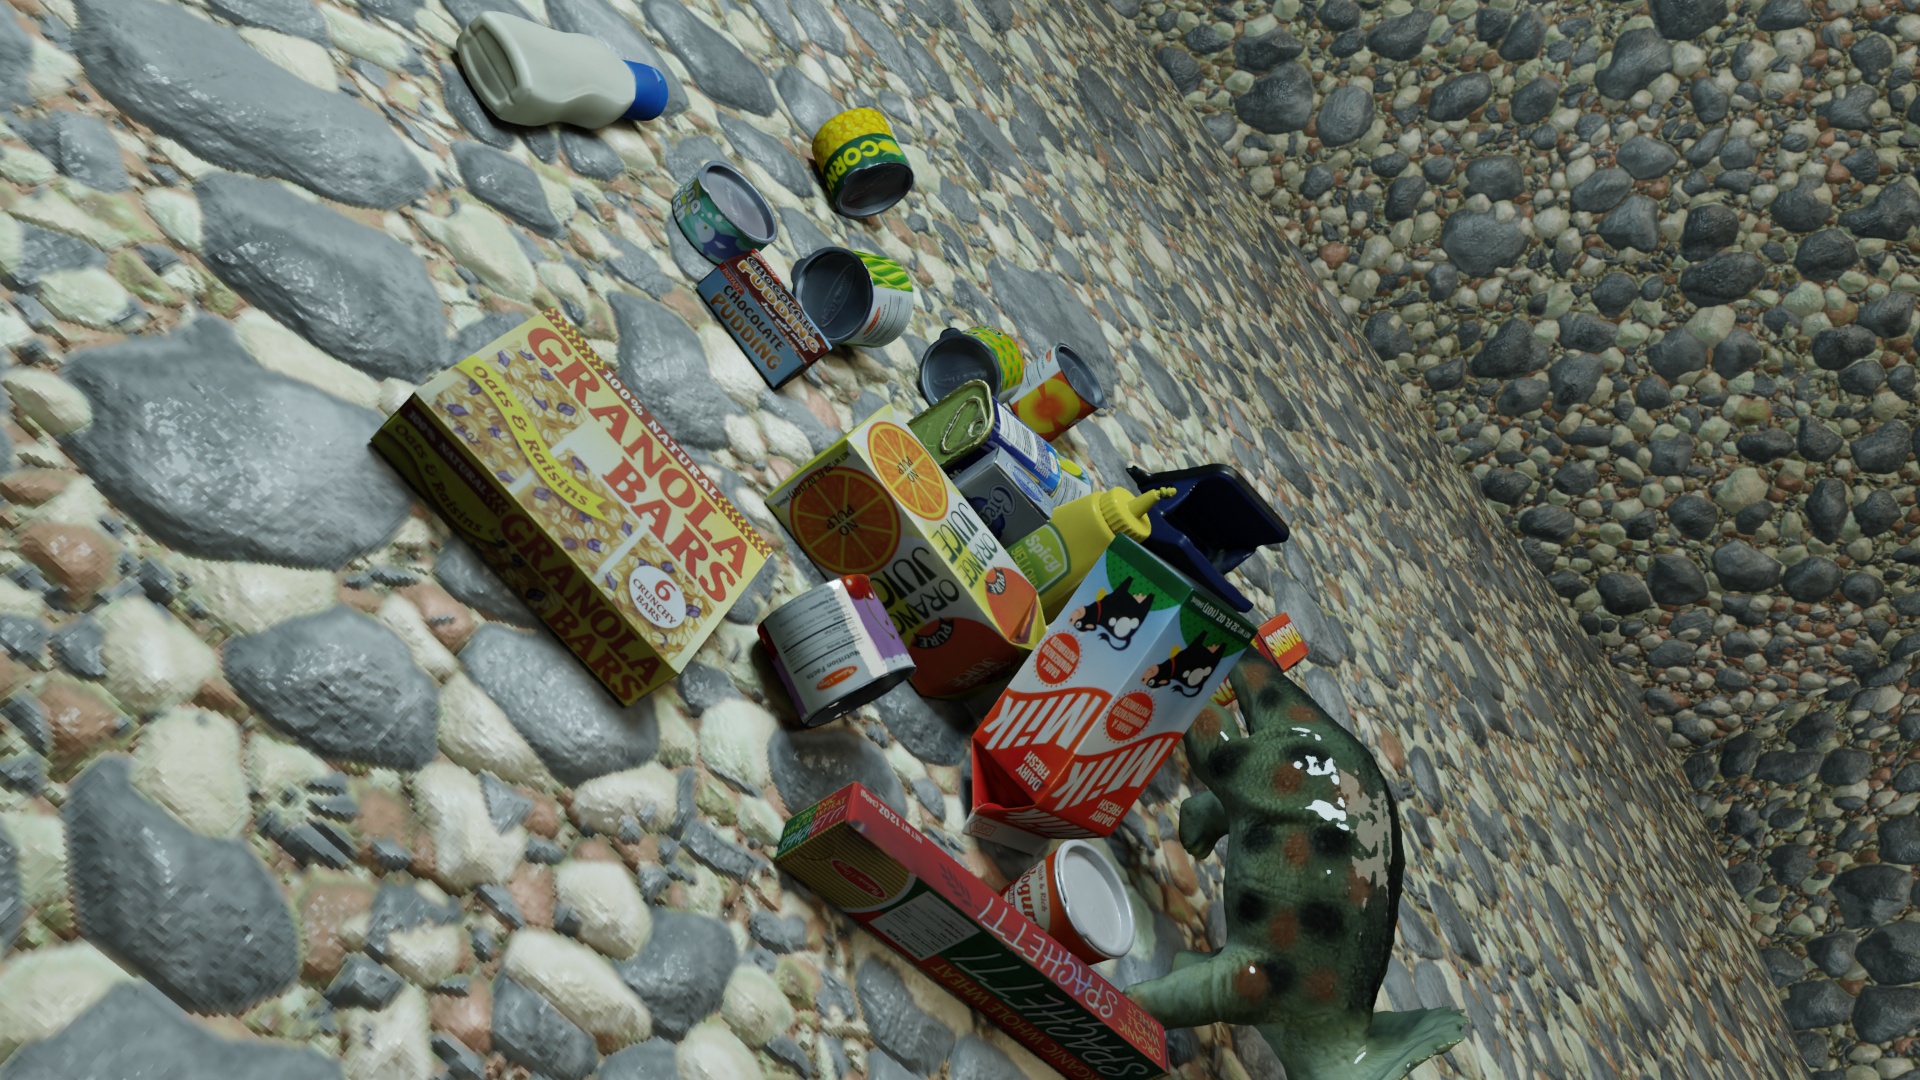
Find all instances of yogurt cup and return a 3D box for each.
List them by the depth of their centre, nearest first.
[{"bbox_3d":[0.056,0.208,0.772,0.072,0.053,0.073,40,30,-29],"label":"yogurt cup"}]

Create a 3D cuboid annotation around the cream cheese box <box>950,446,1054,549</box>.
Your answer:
[{"bbox_3d":[0.003,-0.011,0.876,0.053,0.103,0.024,46,31,-17],"label":"cream cheese box"}]

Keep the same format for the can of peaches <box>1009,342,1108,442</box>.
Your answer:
[{"bbox_3d":[0.082,-0.124,1.187,0.071,0.058,0.071,41,29,-29],"label":"can of peaches"}]

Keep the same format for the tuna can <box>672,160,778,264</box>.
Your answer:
[{"bbox_3d":[-0.157,-0.216,0.919,0.071,0.032,0.071,40,30,-29],"label":"tuna can"}]

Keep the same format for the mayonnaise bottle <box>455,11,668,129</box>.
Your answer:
[{"bbox_3d":[-0.237,-0.283,0.855,0.065,0.041,0.148,60,25,3],"label":"mayonnaise bottle"}]

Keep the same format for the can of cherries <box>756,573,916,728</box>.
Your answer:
[{"bbox_3d":[-0.065,0.058,0.730,0.071,0.071,0.058,-7,65,-61],"label":"can of cherries"}]

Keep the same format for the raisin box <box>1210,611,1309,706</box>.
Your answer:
[{"bbox_3d":[0.191,0.104,1.039,0.040,0.123,0.086,60,26,9],"label":"raisin box"}]

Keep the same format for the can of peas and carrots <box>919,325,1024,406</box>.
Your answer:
[{"bbox_3d":[0.009,-0.131,1.062,0.071,0.070,0.059,56,25,-1],"label":"can of peas and carrots"}]

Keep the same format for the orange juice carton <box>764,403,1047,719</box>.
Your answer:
[{"bbox_3d":[-0.021,0.021,0.836,0.192,0.071,0.073,52,27,-7],"label":"orange juice carton"}]

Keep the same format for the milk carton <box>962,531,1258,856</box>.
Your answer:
[{"bbox_3d":[0.077,0.100,0.802,0.072,0.190,0.073,30,8,-41],"label":"milk carton"}]

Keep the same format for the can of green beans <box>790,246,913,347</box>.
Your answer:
[{"bbox_3d":[-0.074,-0.169,0.968,0.071,0.071,0.058,61,26,11],"label":"can of green beans"}]

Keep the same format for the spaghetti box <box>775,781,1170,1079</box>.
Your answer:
[{"bbox_3d":[0.013,0.209,0.704,0.249,0.050,0.029,43,30,-24],"label":"spaghetti box"}]

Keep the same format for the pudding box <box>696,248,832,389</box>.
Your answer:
[{"bbox_3d":[-0.125,-0.143,0.894,0.083,0.030,0.050,53,25,-6],"label":"pudding box"}]

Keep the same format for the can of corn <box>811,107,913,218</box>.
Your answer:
[{"bbox_3d":[-0.080,-0.302,1.108,0.071,0.071,0.058,6,54,-57],"label":"can of corn"}]

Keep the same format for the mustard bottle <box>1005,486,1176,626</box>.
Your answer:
[{"bbox_3d":[0.074,0.005,0.914,0.049,0.159,0.065,8,52,-55],"label":"mustard bottle"}]

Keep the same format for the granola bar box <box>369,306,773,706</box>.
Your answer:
[{"bbox_3d":[-0.176,-0.019,0.659,0.165,0.039,0.125,49,28,-12],"label":"granola bar box"}]

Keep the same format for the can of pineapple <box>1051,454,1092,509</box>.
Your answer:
[{"bbox_3d":[0.054,-0.037,1.037,0.058,0.071,0.071,26,39,-46],"label":"can of pineapple"}]
